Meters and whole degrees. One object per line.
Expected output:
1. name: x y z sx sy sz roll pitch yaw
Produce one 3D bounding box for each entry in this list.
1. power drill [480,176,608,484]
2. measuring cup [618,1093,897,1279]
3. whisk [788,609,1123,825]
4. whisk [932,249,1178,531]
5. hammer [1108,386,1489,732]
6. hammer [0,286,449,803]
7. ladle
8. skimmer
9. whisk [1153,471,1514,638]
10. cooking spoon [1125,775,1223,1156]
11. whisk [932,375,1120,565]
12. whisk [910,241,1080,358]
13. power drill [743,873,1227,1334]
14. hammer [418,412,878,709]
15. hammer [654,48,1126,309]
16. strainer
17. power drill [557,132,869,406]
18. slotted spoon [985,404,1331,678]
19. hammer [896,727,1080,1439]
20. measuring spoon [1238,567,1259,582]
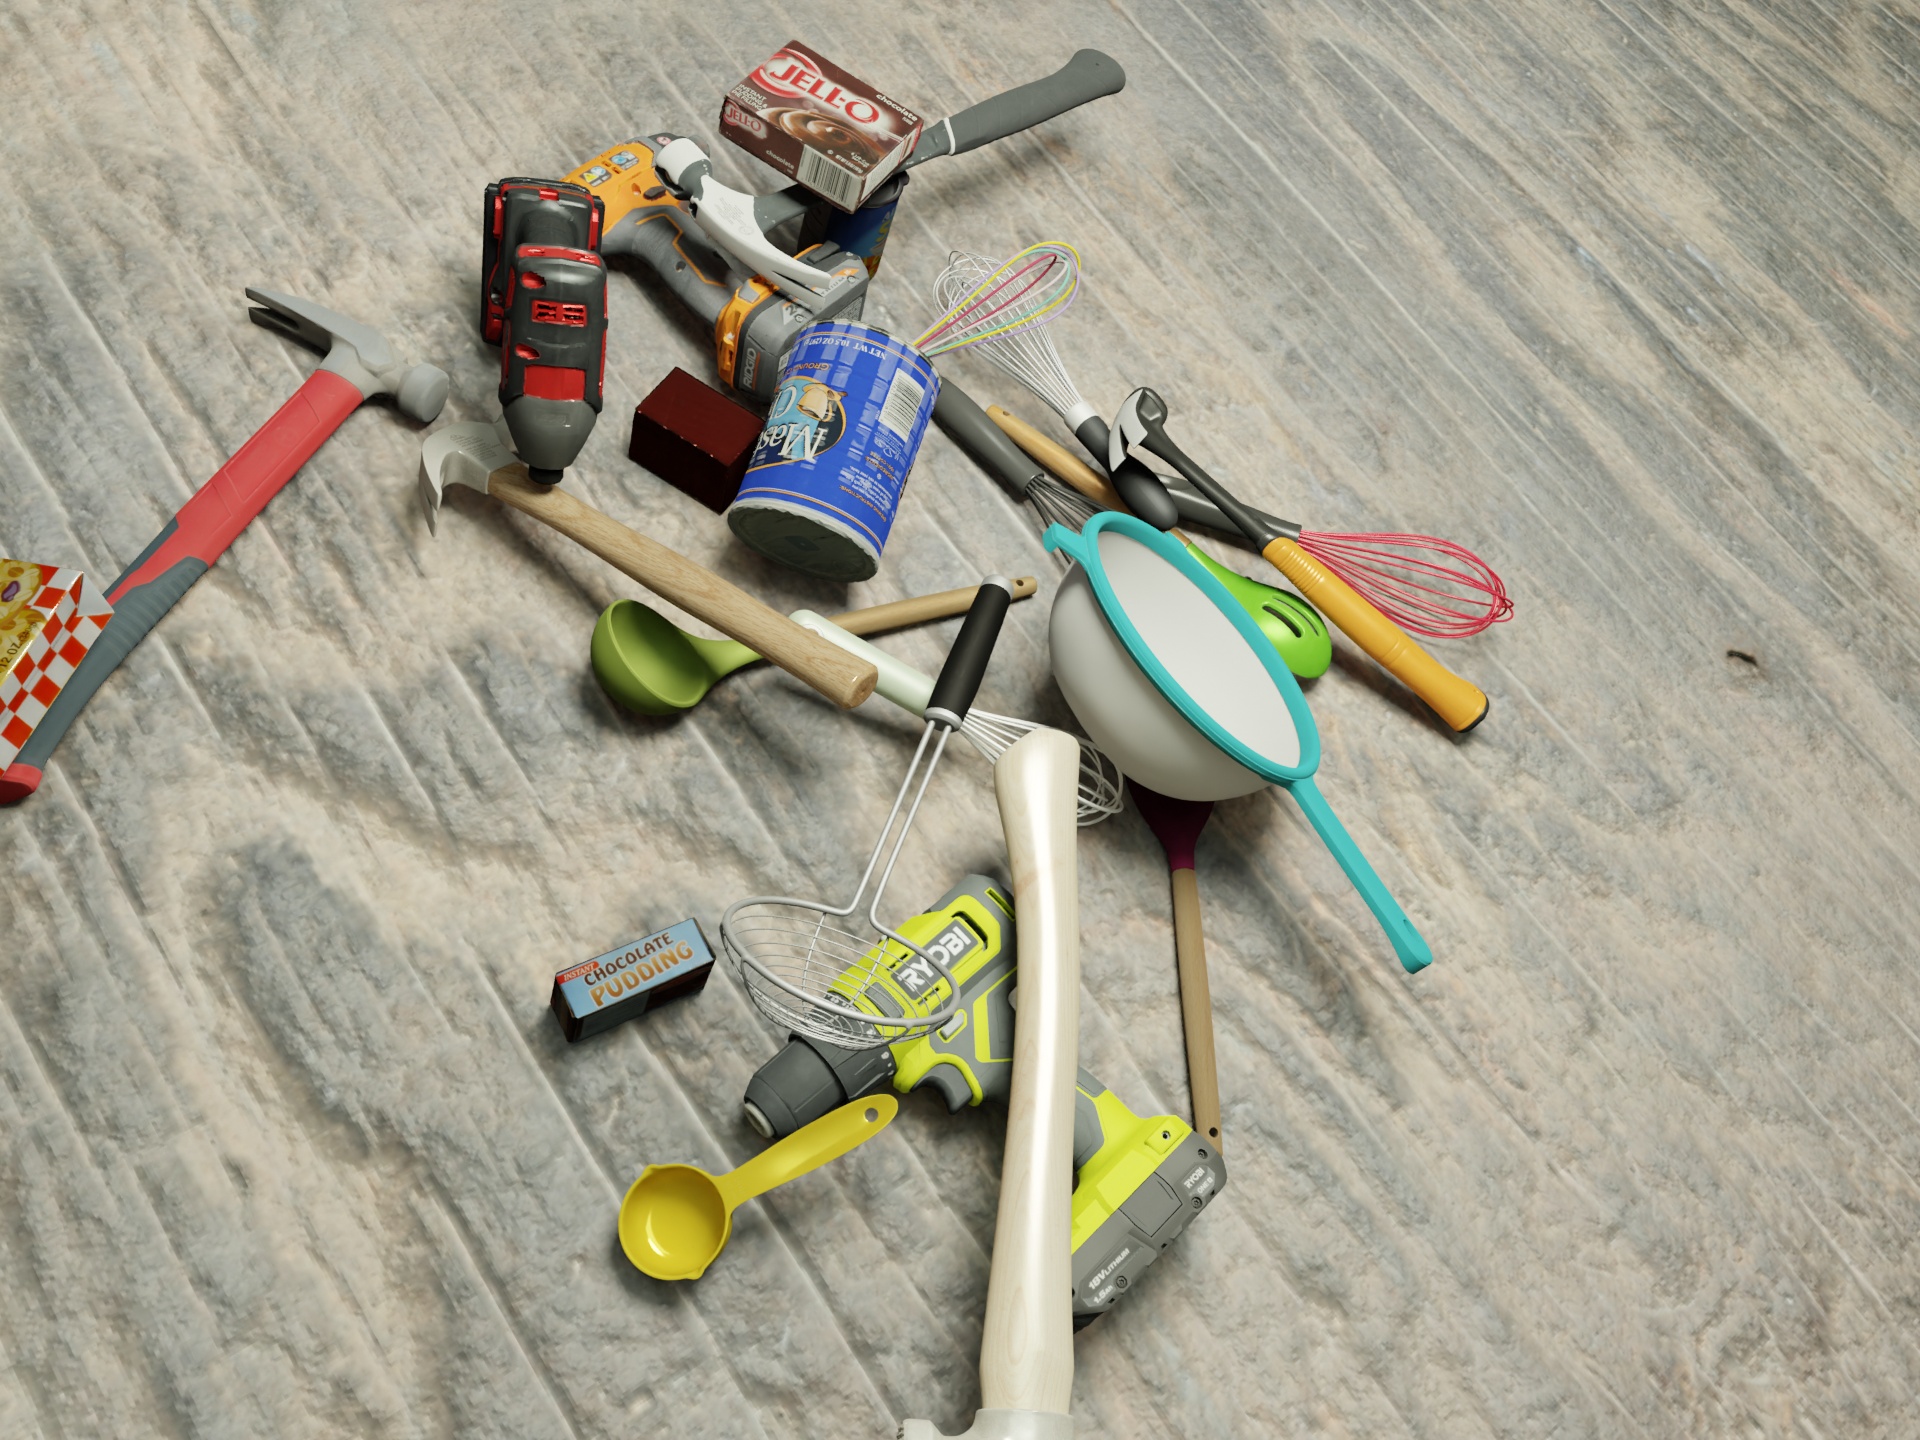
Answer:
1. power drill: -0.262 -0.251 1.007 0.078 0.143 0.220 1 33 -18
2. measuring cup: -0.102 0.237 0.828 0.156 0.029 0.062 -27 74 -7
3. whisk: -0.002 -0.003 1.003 0.246 0.057 0.059 29 18 -10
4. whisk: 0.070 -0.243 1.162 0.070 0.070 0.285 -24 66 -28
5. hammer: 0.238 -0.103 1.103 0.336 0.034 0.127 39 25 -8
6. hammer: -0.473 -0.112 0.948 0.143 0.038 0.386 26 56 1
7. ladle: -0.083 -0.065 1.029 0.320 0.062 0.078 -14 65 -27
8. skimmer: -0.022 0.028 0.888 0.127 0.090 0.363 21 52 1
9. whisk: 0.265 -0.127 1.172 0.296 0.073 0.073 20 56 3
10. cooking spoon: 0.144 0.120 1.008 0.068 0.017 0.319 7 57 -13
11. whisk: 0.052 -0.173 1.140 0.055 0.055 0.239 -34 70 -30
12. whisk: -0.022 -0.271 1.129 0.245 0.047 0.051 -30 75 -3
13. power drill: 0.013 0.219 0.875 0.190 0.080 0.229 -38 74 -27
14. hammer: -0.194 -0.097 0.970 0.331 0.031 0.130 30 38 16
15. hammer: -0.019 -0.422 1.173 0.409 0.036 0.149 -34 76 -32
16. strainer: 0.159 0.028 0.994 0.340 0.095 0.211 57 27 14
17. power drill: -0.179 -0.342 1.152 0.226 0.084 0.164 36 56 11
18. slotted spoon: 0.141 -0.137 1.148 0.314 0.031 0.070 38 44 13
19. hammer: 0.052 0.190 0.834 0.146 0.038 0.411 7 60 -6
20. measuring spoon: 0.191 -0.072 1.137 0.034 0.018 0.124 31 55 3
